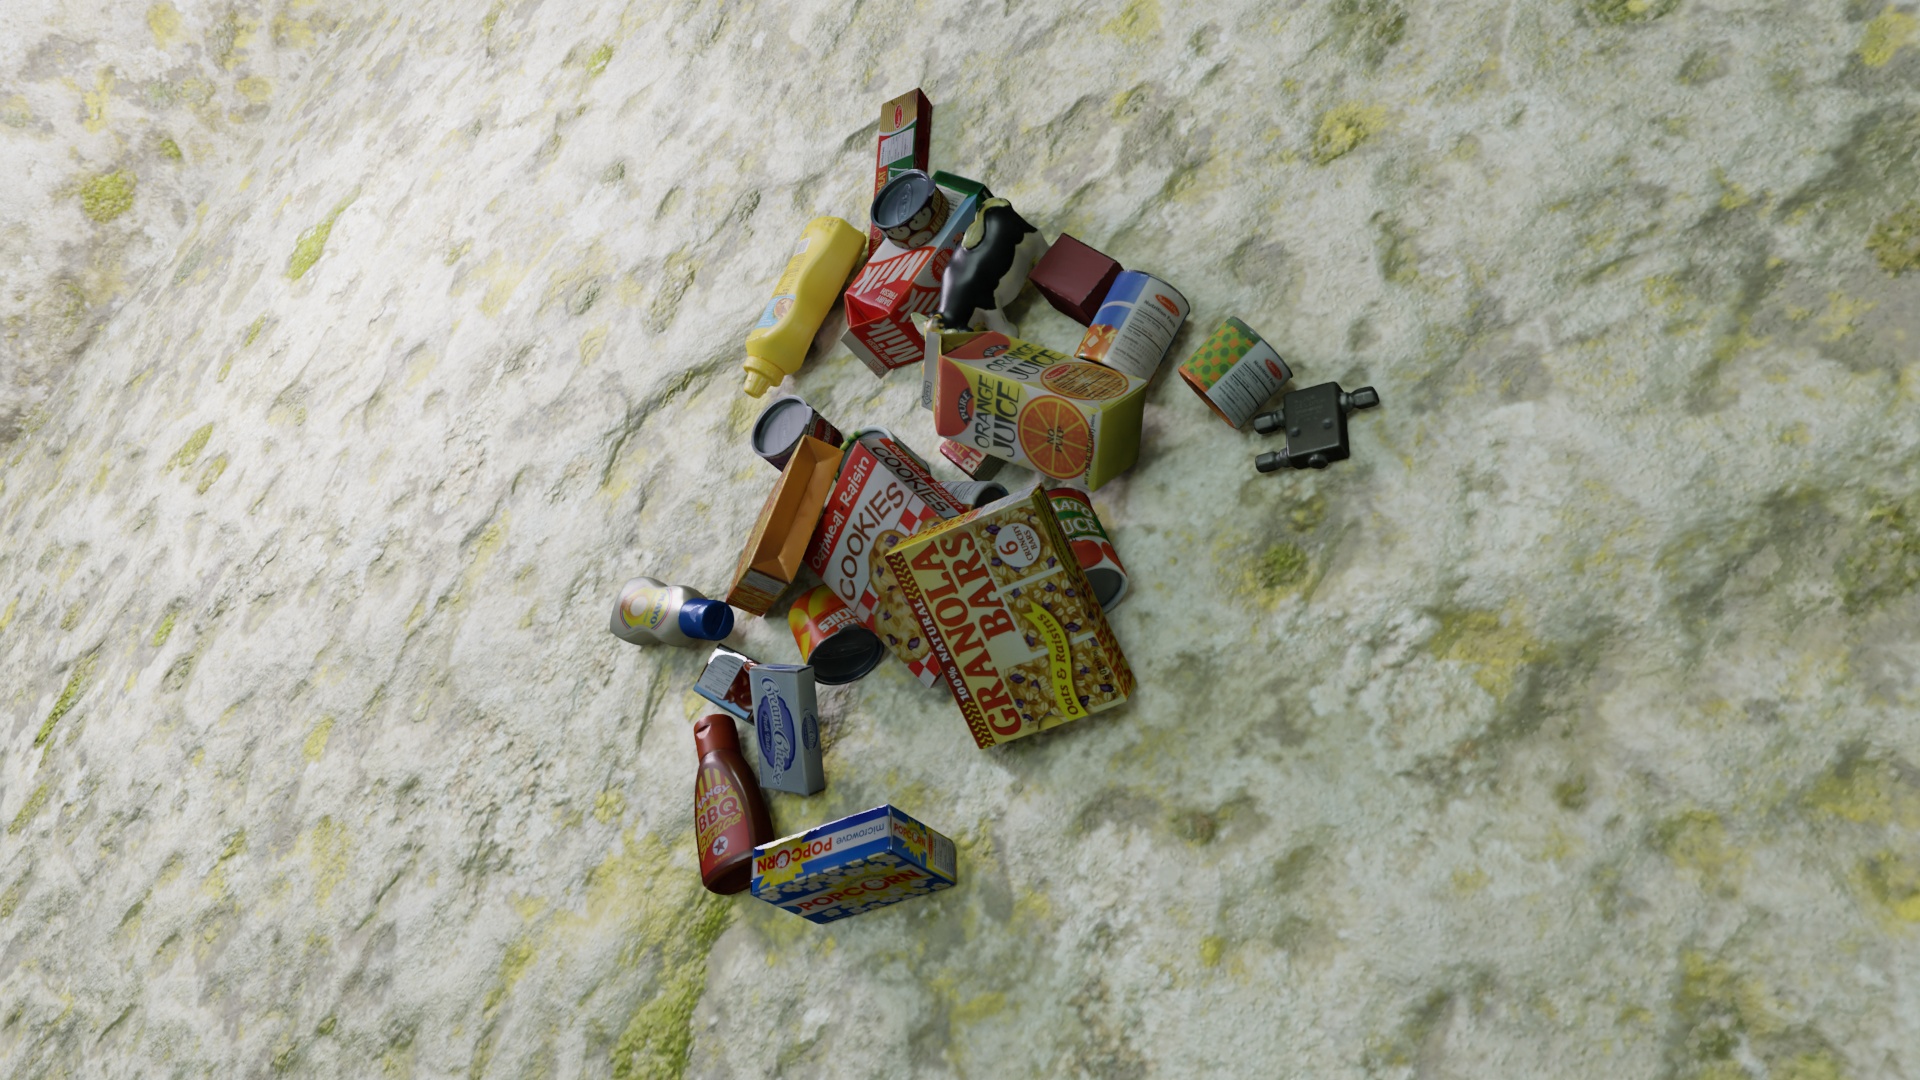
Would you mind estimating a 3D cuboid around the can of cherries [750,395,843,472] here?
[{"bbox_3d":[-0.149,-0.093,1.292,0.071,0.058,0.072,-18,53,26],"label":"can of cherries"}]

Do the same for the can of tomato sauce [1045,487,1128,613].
[{"bbox_3d":[0.082,0.010,1.055,0.071,0.071,0.083,-35,49,14],"label":"can of tomato sauce"}]

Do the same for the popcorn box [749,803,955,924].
[{"bbox_3d":[-0.078,0.239,1.019,0.126,0.085,0.038,-22,51,24],"label":"popcorn box"}]

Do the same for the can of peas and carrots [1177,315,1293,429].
[{"bbox_3d":[0.207,-0.128,1.055,0.058,0.071,0.071,-45,47,5],"label":"can of peas and carrots"}]

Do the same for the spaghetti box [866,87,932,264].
[{"bbox_3d":[-0.062,-0.356,1.411,0.050,0.028,0.251,-16,55,28],"label":"spaghetti box"}]

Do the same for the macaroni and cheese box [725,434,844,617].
[{"bbox_3d":[-0.154,-0.009,1.192,0.124,0.040,0.166,-69,11,-18],"label":"macaroni and cheese box"}]

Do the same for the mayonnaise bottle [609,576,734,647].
[{"bbox_3d":[-0.264,0.068,1.274,0.148,0.041,0.065,2,68,46],"label":"mayonnaise bottle"}]

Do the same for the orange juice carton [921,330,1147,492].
[{"bbox_3d":[0.047,-0.111,1.109,0.193,0.071,0.073,22,36,29],"label":"orange juice carton"}]

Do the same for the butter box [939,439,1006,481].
[{"bbox_3d":[0.033,-0.100,1.189,0.103,0.024,0.053,-49,48,1],"label":"butter box"}]

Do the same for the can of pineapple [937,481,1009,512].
[{"bbox_3d":[0.004,-0.014,1.131,0.058,0.071,0.071,2,65,36],"label":"can of pineapple"}]

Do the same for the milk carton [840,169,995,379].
[{"bbox_3d":[-0.037,-0.244,1.295,0.073,0.072,0.191,31,82,43],"label":"milk carton"}]

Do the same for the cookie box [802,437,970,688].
[{"bbox_3d":[-0.042,0.015,1.098,0.168,0.040,0.122,43,120,27],"label":"cookie box"}]

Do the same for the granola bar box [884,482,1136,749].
[{"bbox_3d":[0.036,0.058,1.007,0.124,0.165,0.039,-22,9,23],"label":"granola bar box"}]

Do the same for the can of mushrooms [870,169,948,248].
[{"bbox_3d":[-0.044,-0.302,1.263,0.071,0.033,0.071,-18,52,26],"label":"can of mushrooms"}]

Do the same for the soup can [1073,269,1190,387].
[{"bbox_3d":[0.137,-0.167,1.129,0.071,0.071,0.084,21,77,42],"label":"soup can"}]

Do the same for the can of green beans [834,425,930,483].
[{"bbox_3d":[-0.069,-0.059,1.214,0.071,0.057,0.071,-18,55,27],"label":"can of green beans"}]

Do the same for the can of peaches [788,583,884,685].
[{"bbox_3d":[-0.103,0.075,1.148,0.071,0.071,0.058,-39,47,10],"label":"can of peaches"}]

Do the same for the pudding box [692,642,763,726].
[{"bbox_3d":[-0.189,0.127,1.205,0.084,0.030,0.050,19,74,41],"label":"pudding box"}]

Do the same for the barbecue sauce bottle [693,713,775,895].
[{"bbox_3d":[-0.192,0.213,1.145,0.064,0.043,0.149,-34,48,17],"label":"barbecue sauce bottle"}]

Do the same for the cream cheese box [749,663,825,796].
[{"bbox_3d":[-0.140,0.152,1.123,0.053,0.024,0.103,0,98,36],"label":"cream cheese box"}]
